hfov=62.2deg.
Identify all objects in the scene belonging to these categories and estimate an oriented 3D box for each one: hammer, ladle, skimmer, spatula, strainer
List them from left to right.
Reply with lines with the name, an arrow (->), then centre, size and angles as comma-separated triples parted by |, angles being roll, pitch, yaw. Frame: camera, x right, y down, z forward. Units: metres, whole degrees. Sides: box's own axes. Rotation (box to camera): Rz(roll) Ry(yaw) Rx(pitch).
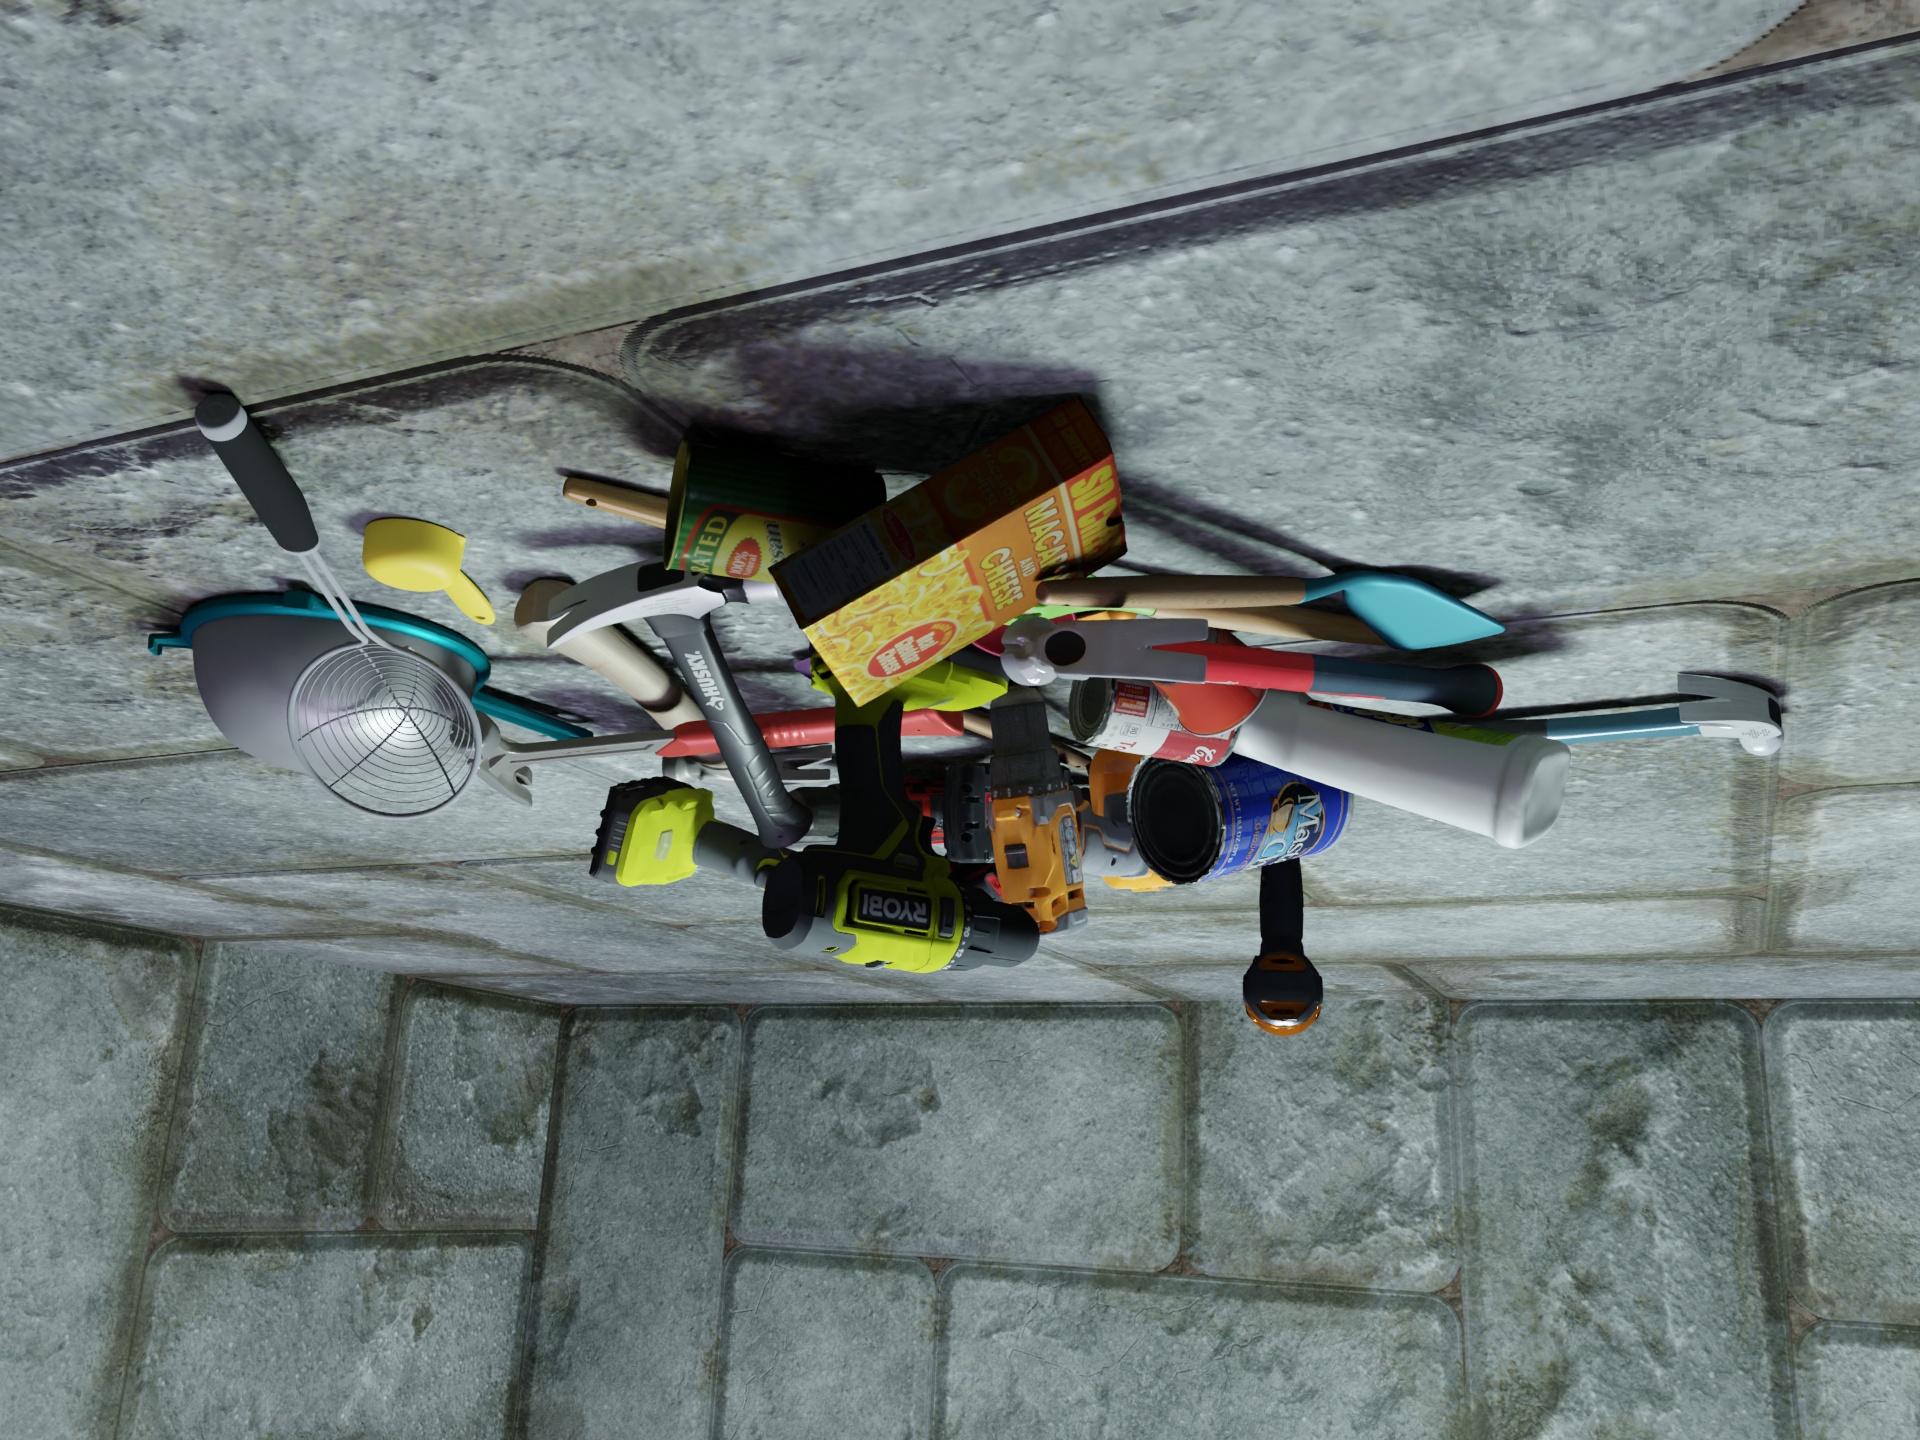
skimmer -> -0.370, -0.048, 0.922 | 0.127, 0.090, 0.363 | 6, 155, 0
strainer -> -0.413, 0.006, 1.186 | 0.211, 0.095, 0.340 | -9, 159, 35
hammer -> -0.212, -0.016, 1.186 | 0.146, 0.038, 0.410 | -2, 163, 9
hammer -> -0.176, 0.014, 1.167 | 0.359, 0.037, 0.149 | -6, 161, 3
hammer -> -0.160, 0.001, 1.064 | 0.146, 0.035, 0.334 | -8, 148, 3
ladle -> -0.073, -0.092, 0.915 | 0.315, 0.031, 0.069 | 13, 136, -25
spatula -> -0.002, -0.004, 1.224 | 0.060, 0.018, 0.315 | -16, 155, 41
spatula -> 0.172, -0.062, 0.885 | 0.317, 0.044, 0.082 | -3, 176, -35
hammer -> 0.215, -0.028, 0.944 | 0.386, 0.038, 0.143 | 3, 180, -38
hammer -> 0.423, 0.011, 1.179 | 0.331, 0.033, 0.128 | -6, 162, 28

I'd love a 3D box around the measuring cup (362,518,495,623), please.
measuring cup -> -0.321, -0.080, 0.987 | 0.062, 0.029, 0.156 | 1, 161, 4

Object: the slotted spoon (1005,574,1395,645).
slotted spoon -> 0.139, -0.068, 0.954 | 0.313, 0.031, 0.070 | 6, 136, -22

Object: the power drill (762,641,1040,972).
power drill -> -0.027, 0.050, 1.034 | 0.190, 0.229, 0.080 | 14, 161, -33

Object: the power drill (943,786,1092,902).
power drill -> 0.055, 0.128, 1.486 | 0.078, 0.143, 0.219 | 47, 155, -4

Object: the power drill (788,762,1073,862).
power drill -> -0.032, 0.077, 1.347 | 0.187, 0.080, 0.227 | 3, 176, -34

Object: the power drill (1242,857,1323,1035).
power drill -> 0.268, 0.149, 1.330 | 0.084, 0.227, 0.164 | 0, 164, 11

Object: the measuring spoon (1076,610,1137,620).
measuring spoon -> 0.070, -0.054, 1.032 | 0.021, 0.011, 0.117 | 35, 146, -27

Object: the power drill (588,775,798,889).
power drill -> -0.169, 0.115, 1.251 | 0.223, 0.080, 0.171 | 17, -173, 14

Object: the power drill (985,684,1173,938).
power drill -> 0.097, 0.060, 1.226 | 0.084, 0.185, 0.226 | -9, 179, 35
